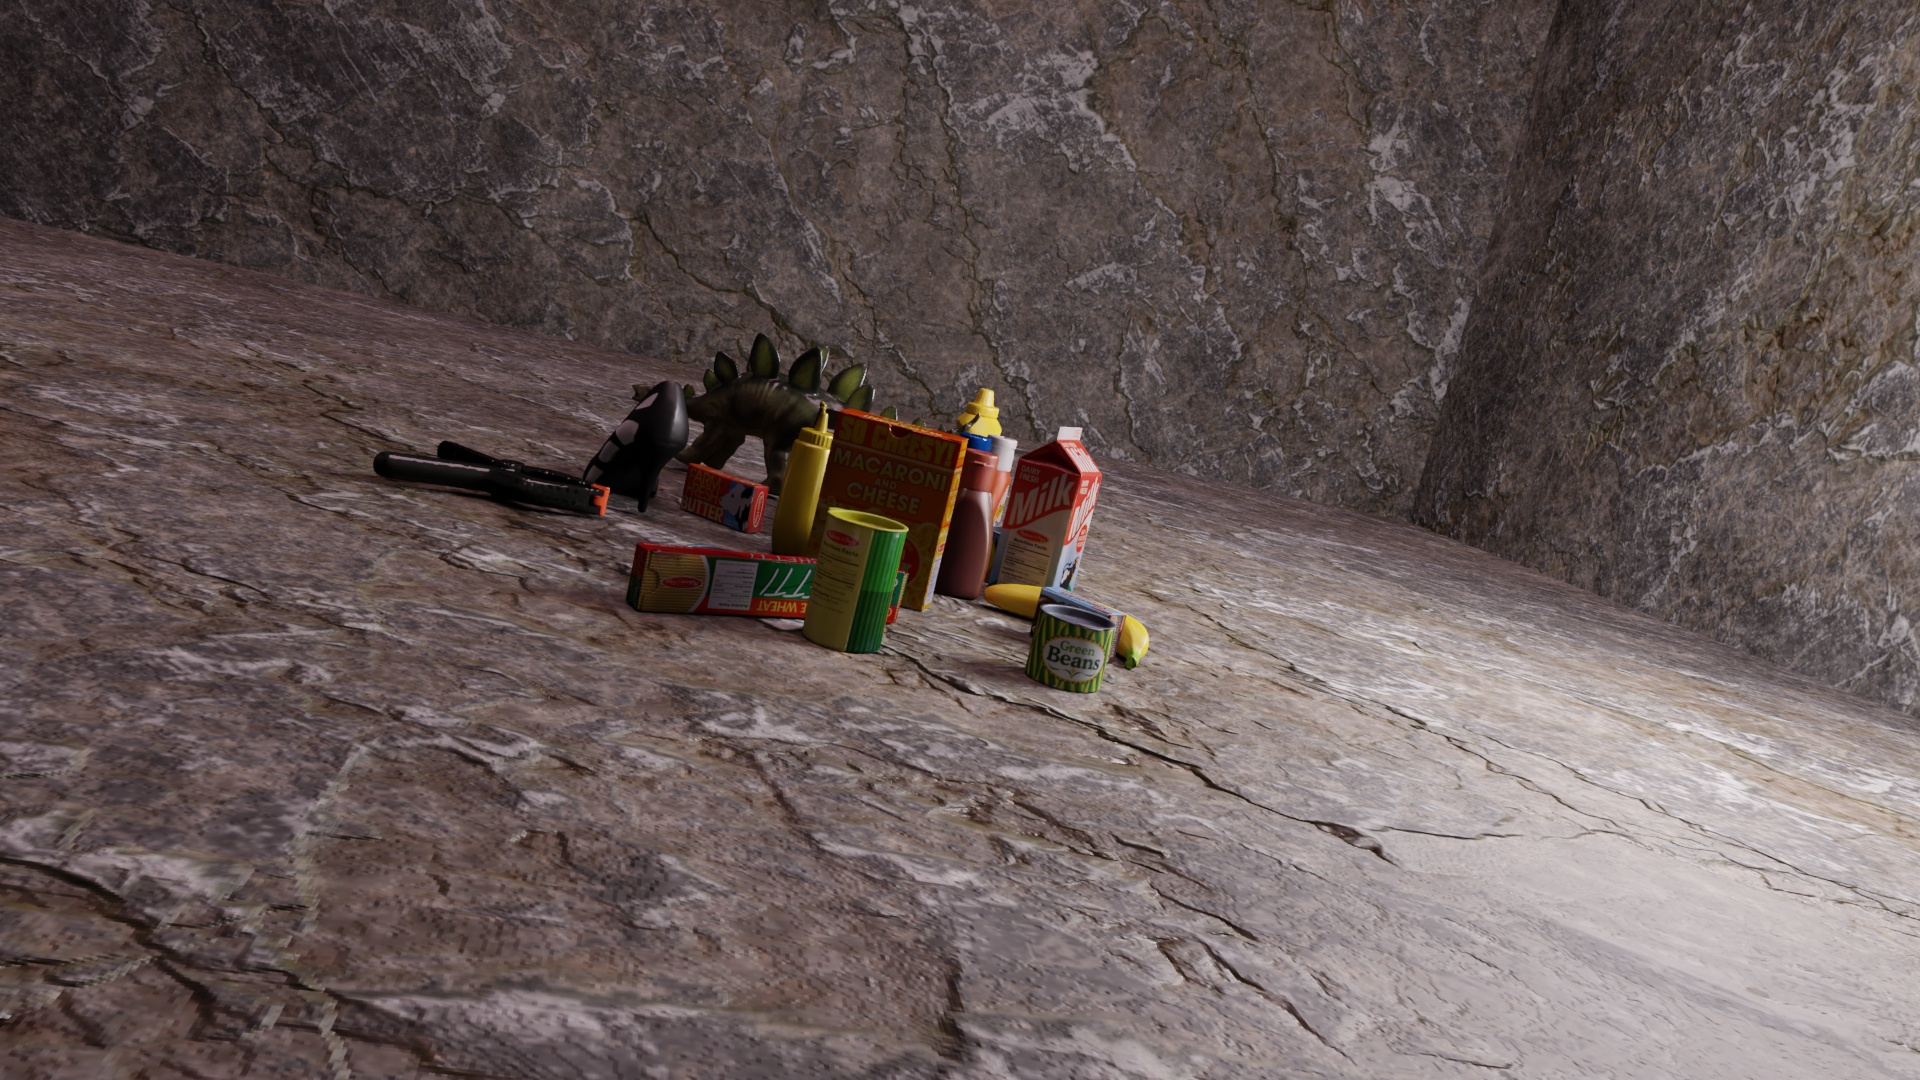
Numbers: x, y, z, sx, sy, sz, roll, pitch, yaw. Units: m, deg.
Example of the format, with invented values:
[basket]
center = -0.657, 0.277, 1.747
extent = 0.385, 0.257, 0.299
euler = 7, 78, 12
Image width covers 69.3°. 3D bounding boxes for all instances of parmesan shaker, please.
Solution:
[parmesan shaker]
center = -0.087, 0.032, 1.120
extent = 0.071, 0.103, 0.071
euler = 13, 9, -2

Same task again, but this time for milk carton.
[milk carton]
center = 0.092, -0.026, 1.449
extent = 0.073, 0.190, 0.072
euler = 17, 9, 21

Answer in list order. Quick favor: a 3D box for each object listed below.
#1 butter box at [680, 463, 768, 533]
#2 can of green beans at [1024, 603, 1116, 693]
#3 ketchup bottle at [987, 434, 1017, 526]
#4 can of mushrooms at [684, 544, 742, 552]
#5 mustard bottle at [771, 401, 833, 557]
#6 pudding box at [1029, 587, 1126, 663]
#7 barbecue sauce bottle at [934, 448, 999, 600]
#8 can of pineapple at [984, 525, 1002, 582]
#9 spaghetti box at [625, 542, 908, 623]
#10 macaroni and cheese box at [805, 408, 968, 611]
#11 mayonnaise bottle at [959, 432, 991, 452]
[butter box]
center = -0.257, -0.046, 1.505
extent = 0.103, 0.053, 0.024
euler = 19, 10, 32
[can of green beans]
center = 0.092, 0.090, 1.164
extent = 0.071, 0.057, 0.071
euler = 13, 9, -2
[ketchup bottle]
center = 0.032, -0.050, 1.639
extent = 0.043, 0.148, 0.065
euler = 14, 9, 7
[can of mushrooms]
center = -0.207, 0.028, 1.189
extent = 0.071, 0.033, 0.071
euler = 13, 9, -2
[mustard bottle]
center = -0.154, -0.062, 1.413
extent = 0.049, 0.160, 0.065
euler = 14, 9, 5
[pudding box]
center = 0.108, 0.078, 1.288
extent = 0.084, 0.049, 0.030
euler = 21, 12, 40
[barbecue sauce bottle]
center = 0.005, -0.018, 1.407
extent = 0.065, 0.148, 0.044
euler = 14, 9, 2
[can of pineapple]
center = 0.056, 0.019, 1.541
extent = 0.071, 0.057, 0.071
euler = 13, 9, -2
[spaghetti box]
center = -0.155, 0.038, 1.153
extent = 0.250, 0.050, 0.029
euler = 6, 11, -39
[macaroni and cheese box]
center = -0.071, -0.029, 1.313
extent = 0.124, 0.166, 0.040
euler = 15, 9, 8
[mayonnaise bottle]
center = 0.001, -0.049, 1.589
extent = 0.041, 0.147, 0.065
euler = 9, 10, -27
